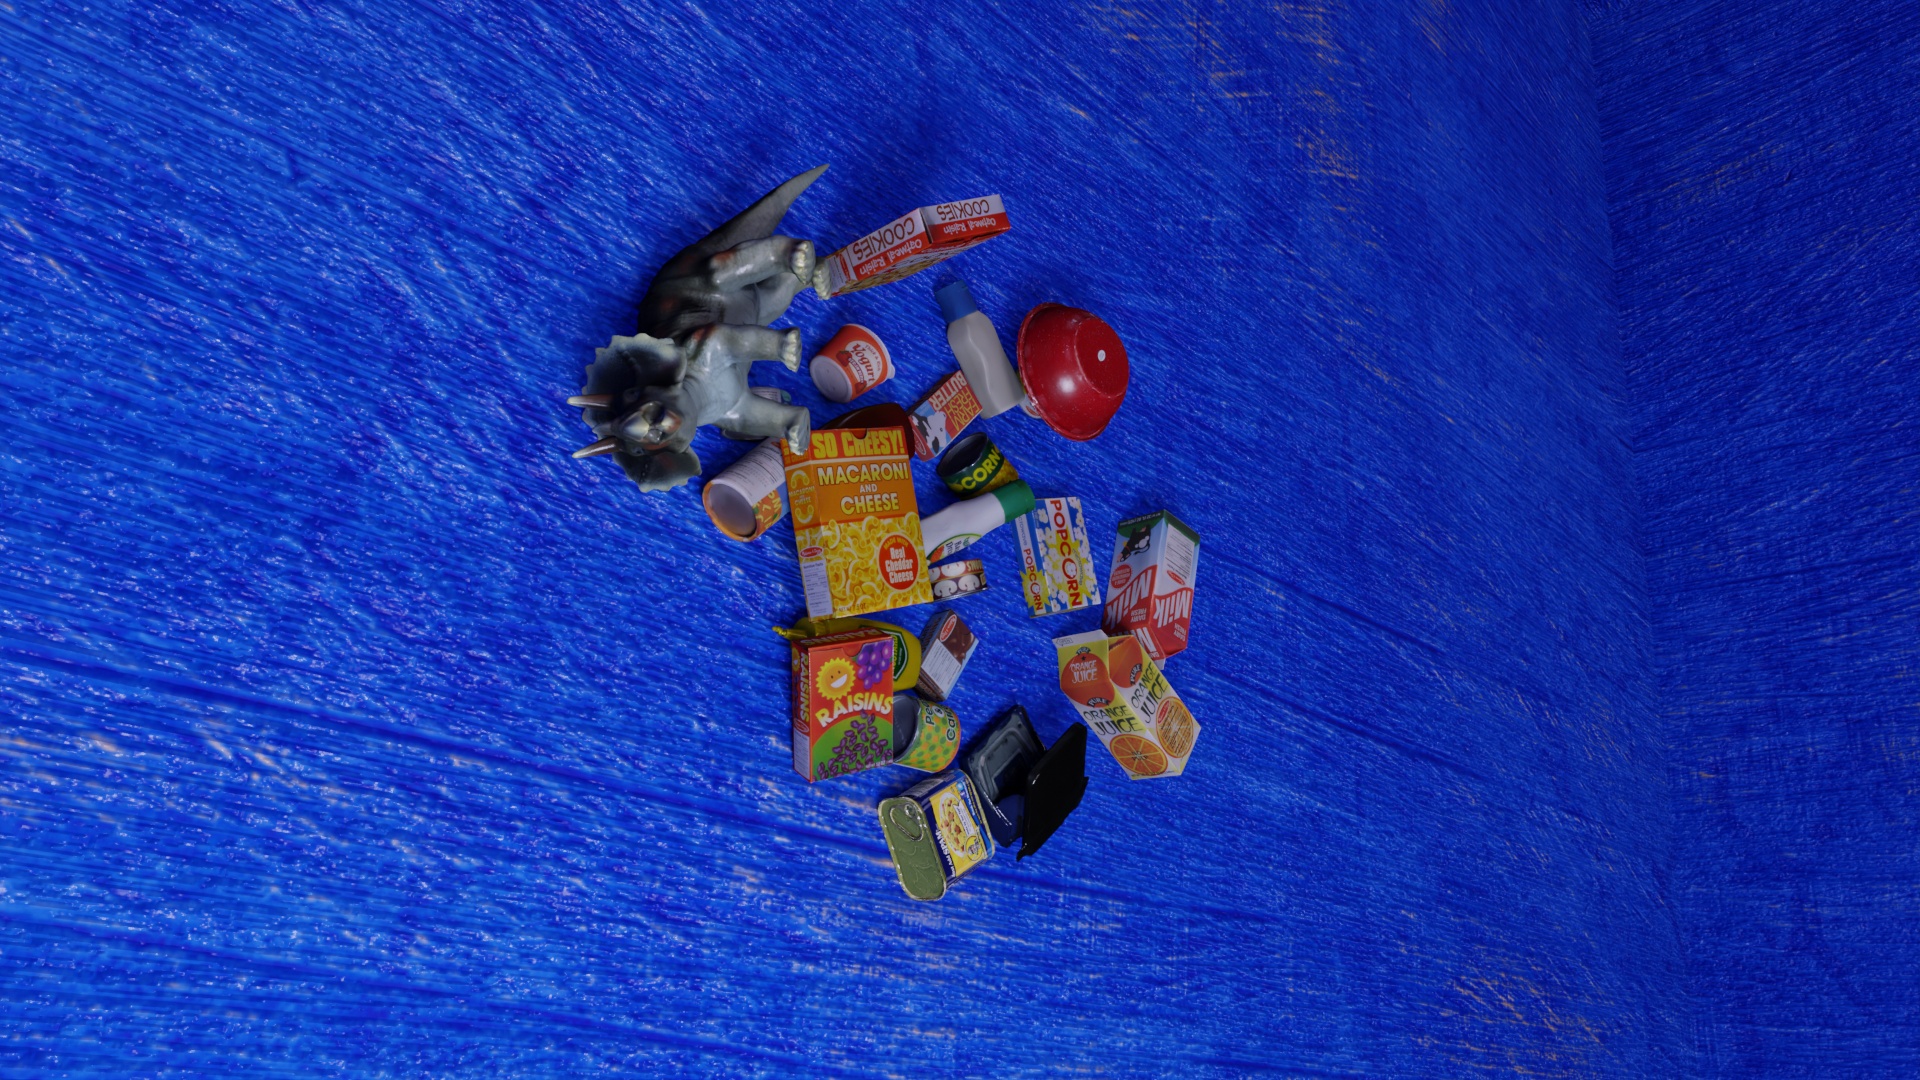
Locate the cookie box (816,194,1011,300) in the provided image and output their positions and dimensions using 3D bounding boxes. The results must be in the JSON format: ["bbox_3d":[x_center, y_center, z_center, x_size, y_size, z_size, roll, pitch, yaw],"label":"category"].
[{"bbox_3d":[-0.051,-0.289,1.371,0.123,0.167,0.040,-25,97,-46],"label":"cookie box"}]

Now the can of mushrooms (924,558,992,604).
[{"bbox_3d":[-0.005,0.041,1.389,0.071,0.071,0.033,-7,82,-46],"label":"can of mushrooms"}]

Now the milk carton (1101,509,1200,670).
[{"bbox_3d":[0.218,0.068,1.606,0.073,0.072,0.191,33,55,-35],"label":"milk carton"}]

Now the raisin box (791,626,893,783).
[{"bbox_3d":[-0.105,0.145,1.236,0.086,0.040,0.123,-7,104,-31],"label":"raisin box"}]

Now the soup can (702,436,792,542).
[{"bbox_3d":[-0.180,-0.045,1.243,0.084,0.071,0.071,-44,110,-42],"label":"soup can"}]

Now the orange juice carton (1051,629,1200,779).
[{"bbox_3d":[0.179,0.172,1.535,0.192,0.071,0.073,52,47,-21],"label":"orange juice carton"}]

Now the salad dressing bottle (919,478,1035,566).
[{"bbox_3d":[0.005,-0.017,1.391,0.148,0.064,0.044,-26,74,-19],"label":"salad dressing bottle"}]

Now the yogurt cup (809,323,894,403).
[{"bbox_3d":[-0.110,-0.170,1.352,0.054,0.072,0.072,-44,110,-34],"label":"yogurt cup"}]

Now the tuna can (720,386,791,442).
[{"bbox_3d":[-0.185,-0.114,1.258,0.071,0.071,0.033,5,74,-45],"label":"tuna can"}]

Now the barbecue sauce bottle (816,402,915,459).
[{"bbox_3d":[-0.110,-0.092,1.342,0.149,0.043,0.065,-19,92,-46],"label":"barbecue sauce bottle"}]

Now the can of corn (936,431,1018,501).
[{"bbox_3d":[0.020,-0.069,1.447,0.058,0.071,0.071,49,49,-25],"label":"can of corn"}]

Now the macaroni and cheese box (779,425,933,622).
[{"bbox_3d":[-0.091,-0.018,1.248,0.124,0.040,0.166,-7,87,-47],"label":"macaroni and cheese box"}]

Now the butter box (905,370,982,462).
[{"bbox_3d":[-0.021,-0.132,1.458,0.053,0.024,0.104,58,46,-17],"label":"butter box"}]

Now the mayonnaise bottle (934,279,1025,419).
[{"bbox_3d":[0.018,-0.209,1.509,0.065,0.041,0.148,-34,102,-51],"label":"mayonnaise bottle"}]

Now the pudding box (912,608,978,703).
[{"bbox_3d":[-0.020,0.116,1.379,0.049,0.030,0.084,49,48,-22],"label":"pudding box"}]

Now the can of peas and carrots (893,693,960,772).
[{"bbox_3d":[-0.041,0.180,1.310,0.059,0.071,0.071,22,63,-41],"label":"can of peas and carrots"}]

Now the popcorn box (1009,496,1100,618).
[{"bbox_3d":[0.103,0.017,1.528,0.085,0.038,0.126,-6,82,-47],"label":"popcorn box"}]

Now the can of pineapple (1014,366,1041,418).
[{"bbox_3d":[0.102,-0.178,1.572,0.071,0.057,0.071,16,67,-42],"label":"can of pineapple"}]

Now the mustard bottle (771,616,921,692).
[{"bbox_3d":[-0.107,0.100,1.282,0.160,0.048,0.065,18,68,-41],"label":"mustard bottle"}]
